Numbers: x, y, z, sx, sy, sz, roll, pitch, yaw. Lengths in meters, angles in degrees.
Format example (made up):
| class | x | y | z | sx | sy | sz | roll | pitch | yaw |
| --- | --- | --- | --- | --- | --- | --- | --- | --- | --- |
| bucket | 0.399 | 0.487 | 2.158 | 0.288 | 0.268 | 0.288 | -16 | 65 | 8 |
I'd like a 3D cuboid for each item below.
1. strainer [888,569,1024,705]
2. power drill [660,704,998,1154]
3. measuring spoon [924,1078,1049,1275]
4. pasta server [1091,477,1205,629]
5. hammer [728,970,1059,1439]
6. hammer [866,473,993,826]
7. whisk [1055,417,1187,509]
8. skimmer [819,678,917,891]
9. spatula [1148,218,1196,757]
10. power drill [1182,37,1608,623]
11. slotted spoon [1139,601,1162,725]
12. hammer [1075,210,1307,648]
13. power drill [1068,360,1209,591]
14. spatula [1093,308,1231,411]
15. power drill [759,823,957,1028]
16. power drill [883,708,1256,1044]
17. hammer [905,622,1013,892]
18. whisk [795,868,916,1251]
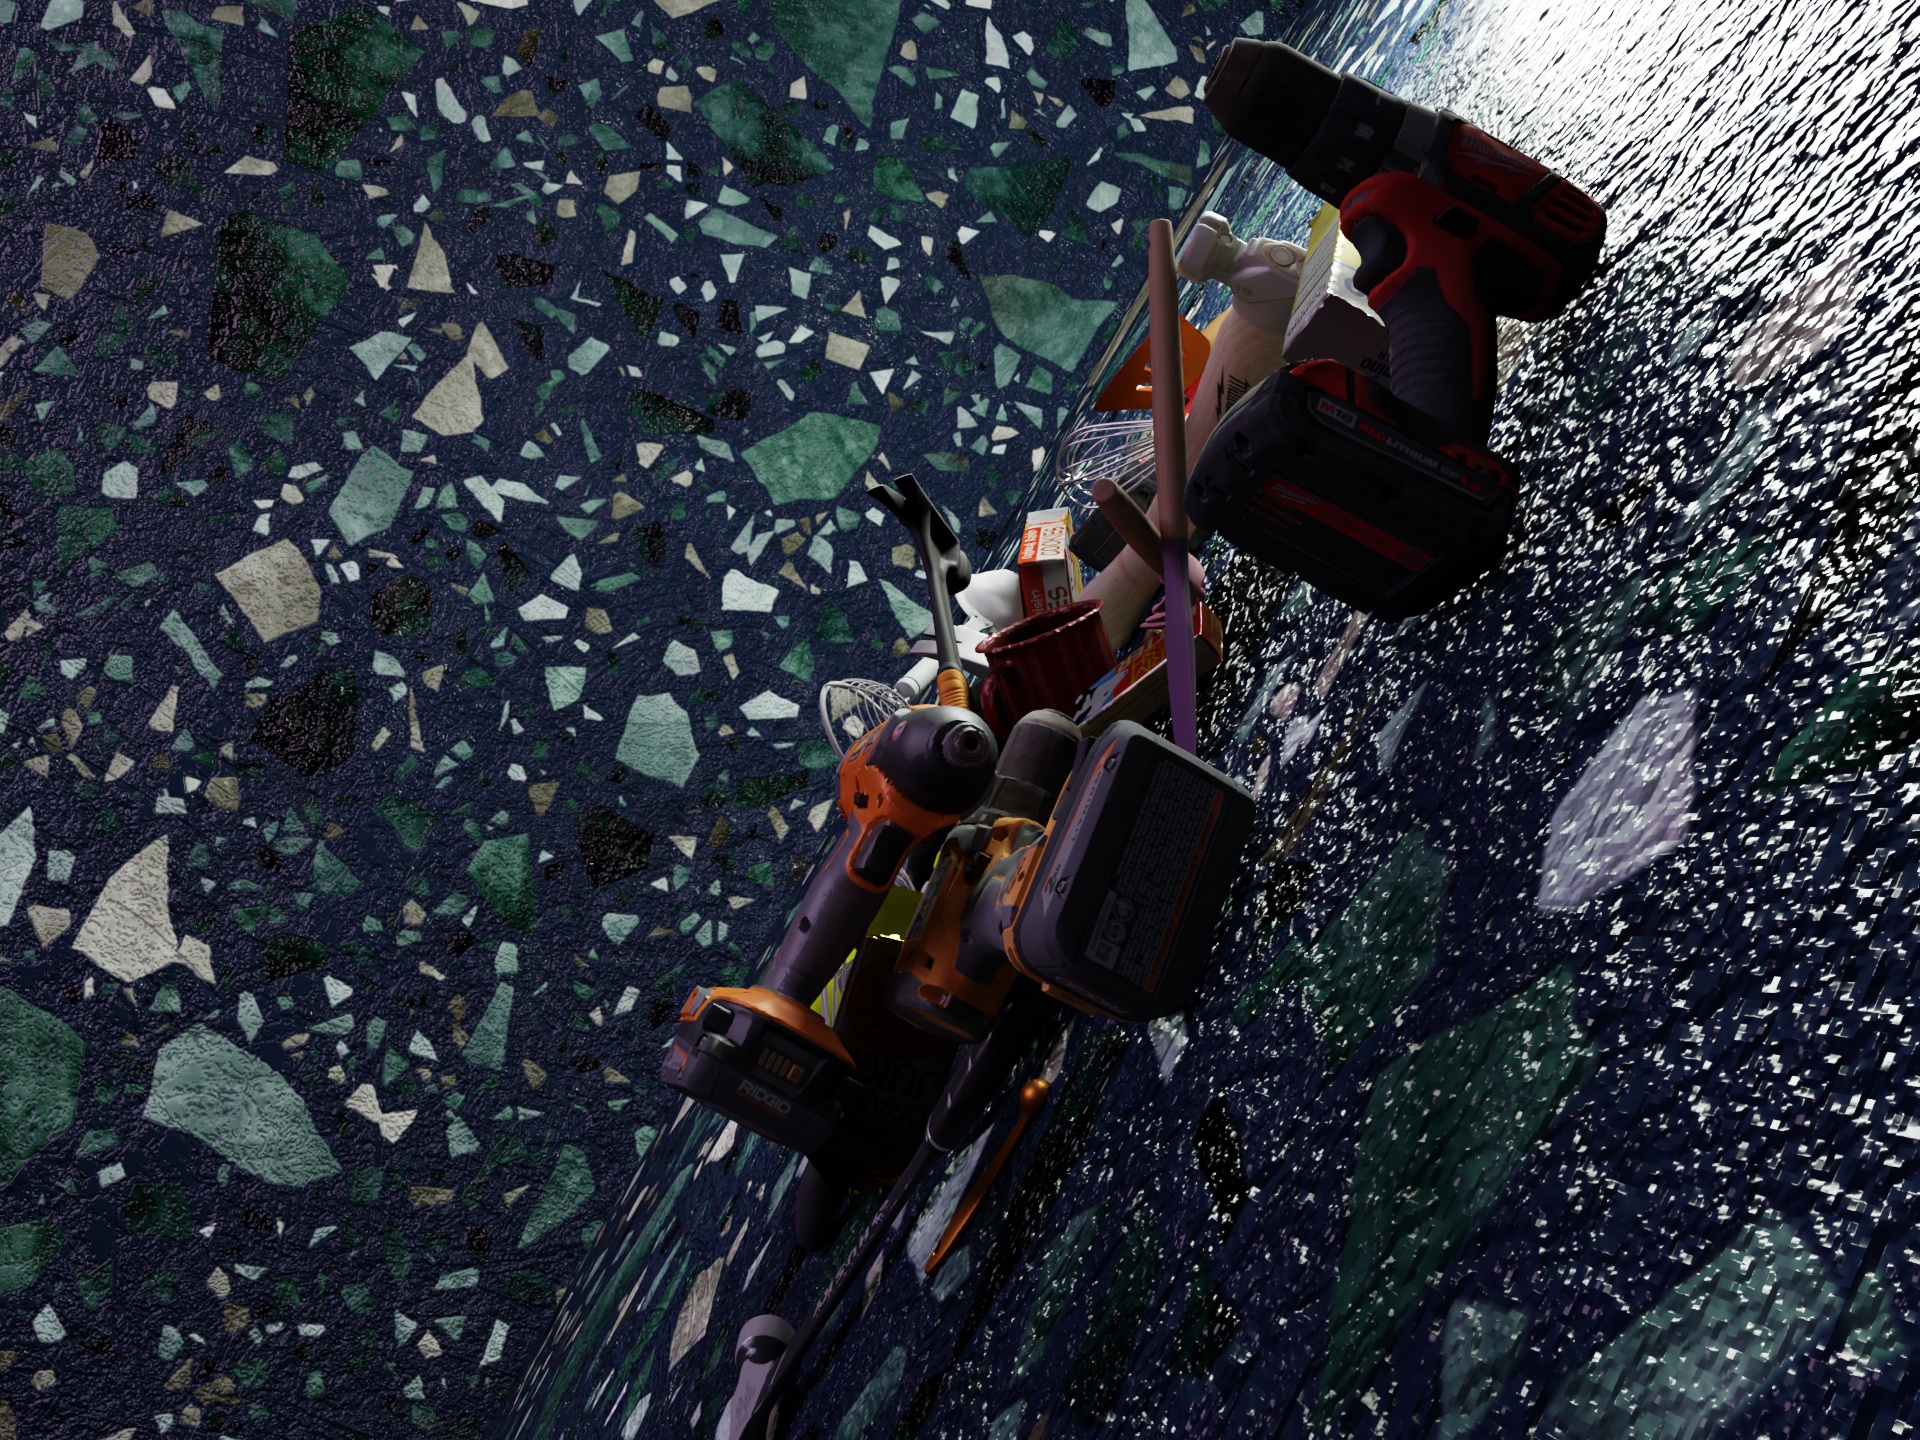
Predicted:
| class | x | y | z | sx | sy | sz | roll | pitch | yaw |
| --- | --- | --- | --- | --- | --- | --- | --- | --- | --- |
| strainer | 0.007 | -0.073 | 1.316 | 0.258 | 0.087 | 0.050 | -46 | -9 | -50 |
| power drill | -0.055 | 0.093 | 0.786 | 0.226 | 0.084 | 0.164 | -62 | 10 | -18 |
| measuring spoon | 0.010 | 0.226 | 0.790 | 0.117 | 0.011 | 0.021 | -59 | 6 | 6 |
| pasta server | 0.109 | -0.100 | 0.940 | 0.316 | 0.040 | 0.060 | 20 | -96 | -73 |
| hammer | -0.020 | 0.239 | 0.869 | 0.409 | 0.036 | 0.149 | -58 | 7 | 11 |
| hammer | -0.002 | -0.003 | 1.048 | 0.127 | 0.034 | 0.337 | 50 | -155 | -56 |
| whisk | 0.159 | -0.198 | 1.082 | 0.246 | 0.059 | 0.058 | -14 | 6 | 43 |
| skimmer | -0.070 | 0.099 | 1.269 | 0.363 | 0.090 | 0.127 | 99 | 153 | -54 |
| spatula | 0.116 | -0.123 | 0.872 | 0.059 | 0.018 | 0.316 | 107 | 162 | -82 |
| power drill | 0.165 | -0.175 | 0.664 | 0.227 | 0.188 | 0.080 | -67 | 8 | -26 |
| slotted spoon | 0.104 | 0.009 | 1.002 | 0.070 | 0.031 | 0.314 | -49 | 9 | 38 |
| hammer | 0.160 | -0.155 | 1.055 | 0.038 | 0.146 | 0.410 | -62 | -3 | -28 |
| power drill | 0.178 | -0.213 | 1.247 | 0.220 | 0.078 | 0.143 | -60 | 6 | -32 |
| spatula | 0.164 | -0.269 | 1.127 | 0.081 | 0.041 | 0.323 | -49 | 2 | 28 |
| power drill | -0.043 | 0.154 | 1.130 | 0.223 | 0.080 | 0.171 | -40 | 15 | 25 |
| power drill | 0.050 | 0.063 | 0.775 | 0.185 | 0.084 | 0.226 | -66 | 15 | -20 |
| hammer | -0.002 | 0.051 | 1.267 | 0.035 | 0.146 | 0.334 | -55 | -6 | -37 |
| whisk | -0.075 | 0.215 | 1.027 | 0.070 | 0.070 | 0.284 | -86 | 6 | -77 |
